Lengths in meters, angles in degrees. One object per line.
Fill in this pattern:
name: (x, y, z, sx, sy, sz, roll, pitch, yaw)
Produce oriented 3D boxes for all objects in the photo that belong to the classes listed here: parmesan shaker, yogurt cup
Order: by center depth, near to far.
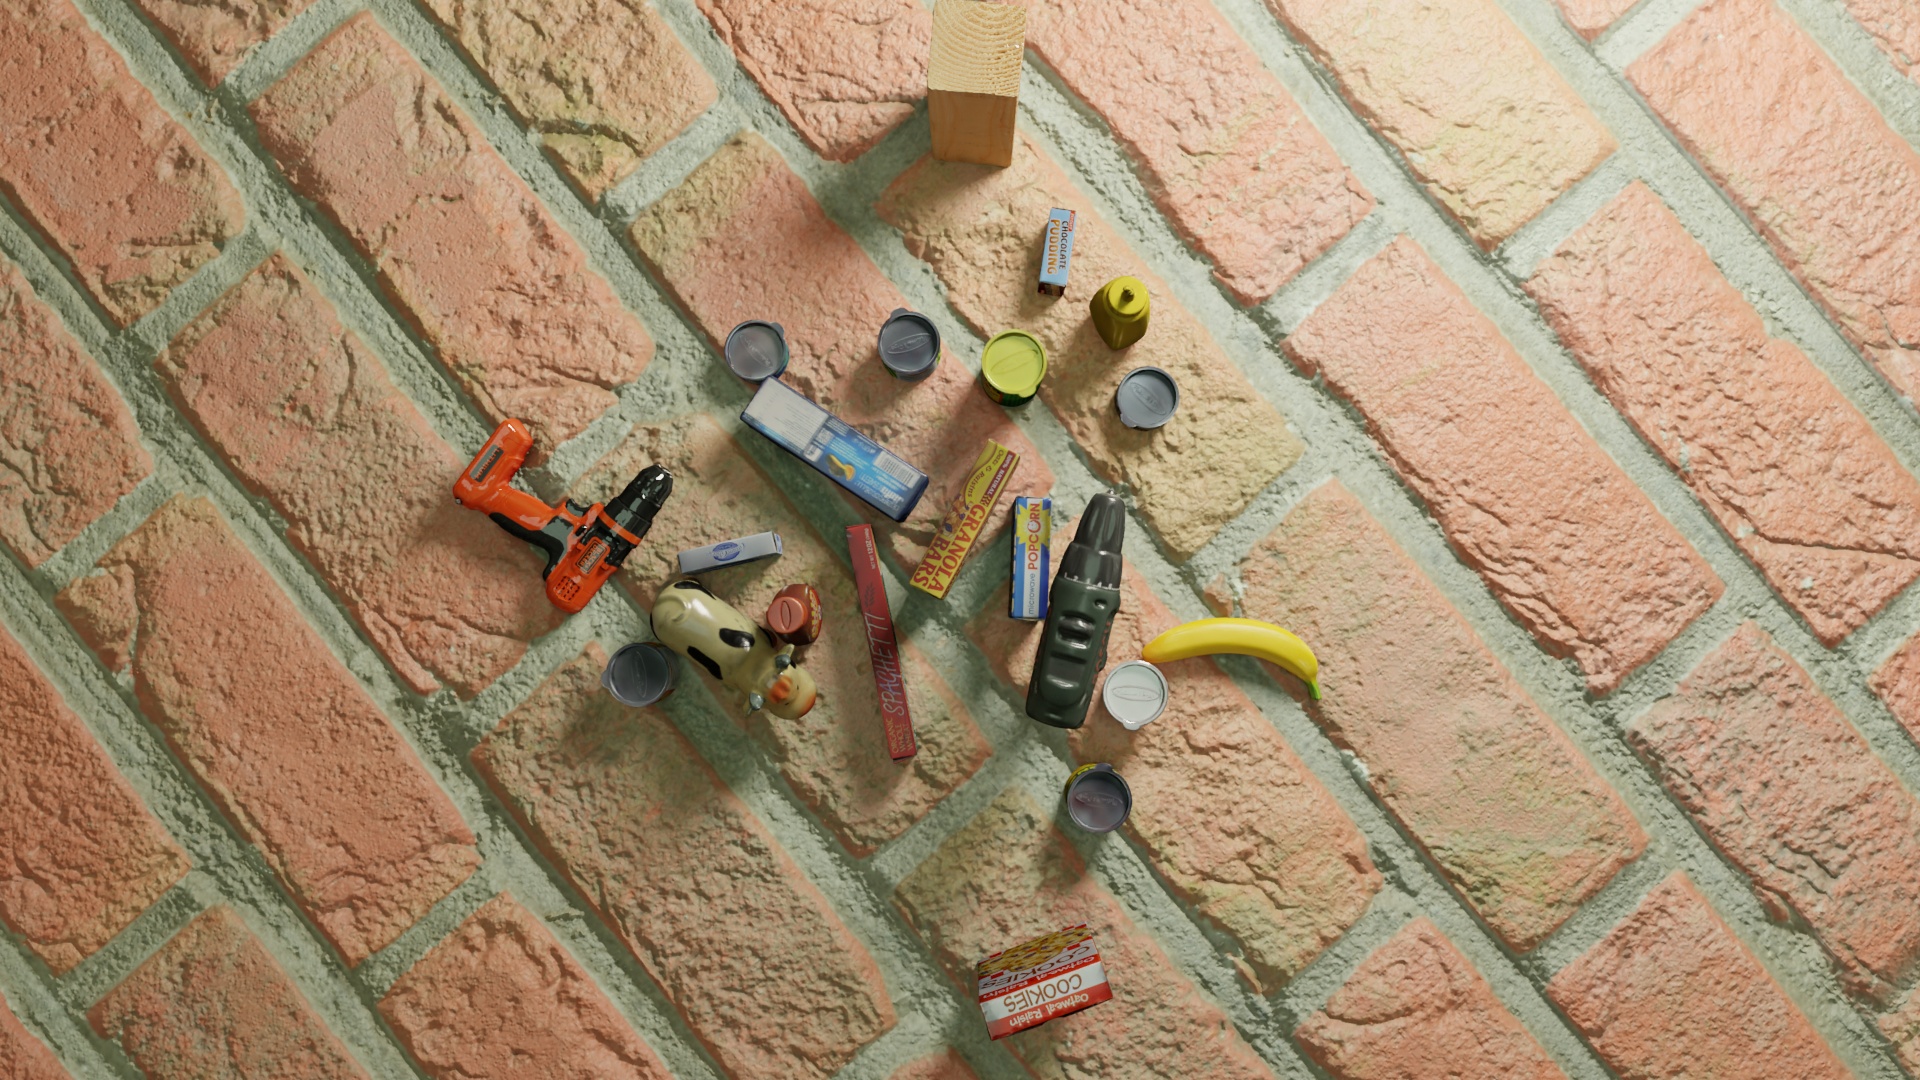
parmesan shaker: (0.055, -0.175, 1.446, 0.071, 0.103, 0.071, 0, 87, 0)
yogurt cup: (0.180, 0.158, 1.451, 0.072, 0.054, 0.072, 0, 87, 0)

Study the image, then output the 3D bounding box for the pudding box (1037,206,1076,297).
pudding box: (0.103, -0.307, 1.481, 0.030, 0.049, 0.083, 9, 87, 1)

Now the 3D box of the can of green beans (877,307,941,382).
can of green beans: (-0.053, -0.204, 1.470, 0.071, 0.058, 0.071, 0, 87, 0)

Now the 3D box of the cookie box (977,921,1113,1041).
cookie box: (0.081, 0.435, 1.377, 0.123, 0.167, 0.040, -20, 87, -1)

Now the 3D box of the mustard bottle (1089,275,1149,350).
mustard bottle: (0.167, -0.238, 1.421, 0.049, 0.160, 0.065, -29, 87, -1)

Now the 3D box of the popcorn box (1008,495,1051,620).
popcorn box: (0.071, 0.020, 1.443, 0.038, 0.085, 0.126, 2, 87, 0)

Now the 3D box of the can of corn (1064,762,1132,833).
can of corn: (0.142, 0.264, 1.442, 0.071, 0.058, 0.071, 0, 87, 0)

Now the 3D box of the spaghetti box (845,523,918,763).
spaghetti box: (-0.082, 0.106, 1.456, 0.029, 0.050, 0.250, -12, 87, 0)

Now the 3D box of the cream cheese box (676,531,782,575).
cream cheese box: (-0.241, 0.014, 1.459, 0.104, 0.053, 0.024, -13, 87, -1)

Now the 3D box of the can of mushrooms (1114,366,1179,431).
can of mushrooms: (0.196, -0.149, 1.479, 0.071, 0.033, 0.071, 0, 87, 0)

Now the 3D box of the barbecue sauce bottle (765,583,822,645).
barbecue sauce bottle: (-0.169, 0.075, 1.408, 0.044, 0.148, 0.065, -4, 87, 0)

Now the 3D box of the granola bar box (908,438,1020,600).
granola bar box: (0.005, -0.018, 1.426, 0.039, 0.124, 0.165, 29, 87, 1)

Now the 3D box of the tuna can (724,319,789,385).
tuna can: (-0.215, -0.202, 1.483, 0.071, 0.033, 0.071, 0, 87, 0)

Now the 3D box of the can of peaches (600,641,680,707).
can of peaches: (-0.333, 0.139, 1.450, 0.071, 0.058, 0.071, 0, 87, 0)
